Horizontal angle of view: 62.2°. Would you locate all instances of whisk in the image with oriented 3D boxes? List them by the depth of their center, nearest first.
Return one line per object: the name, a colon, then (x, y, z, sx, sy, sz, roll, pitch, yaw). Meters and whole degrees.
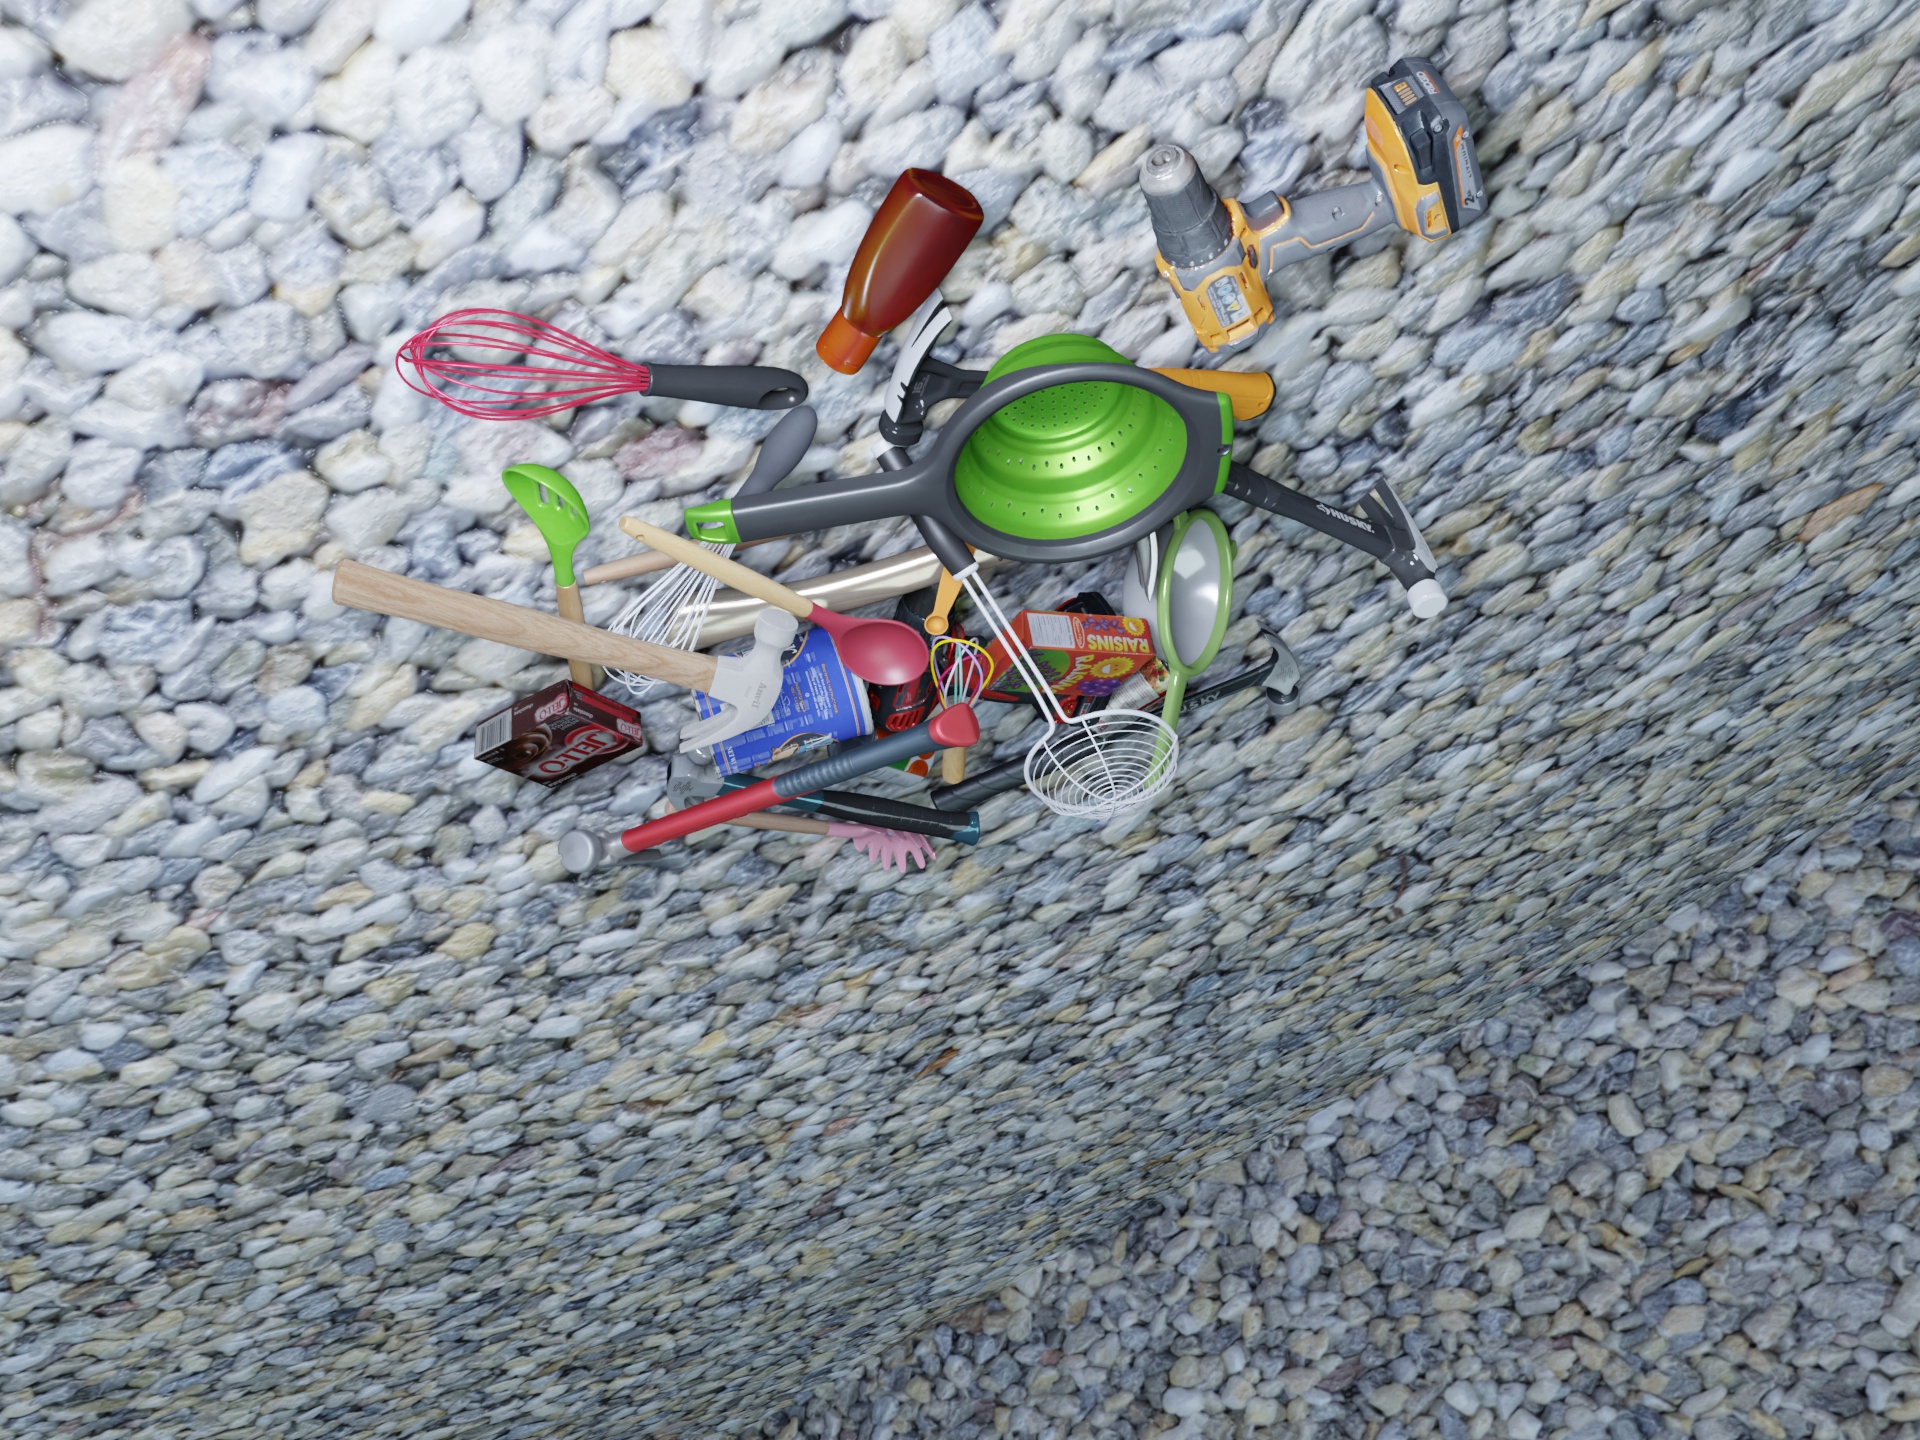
whisk: (-0.231, -0.232, 1.073, 0.295, 0.073, 0.073, -4, 143, -37)
whisk: (-0.188, -0.127, 1.213, 0.070, 0.070, 0.284, 13, 127, -42)
whisk: (0.000, -0.004, 1.394, 0.047, 0.051, 0.244, -13, 153, -9)

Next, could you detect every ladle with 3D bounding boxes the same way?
ladle: (-0.137, -0.093, 1.223, 0.069, 0.031, 0.315, -35, 144, 26)

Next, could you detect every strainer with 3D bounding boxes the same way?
strainer: (0.177, -0.066, 1.431, 0.069, 0.256, 0.151, 9, 175, 31)

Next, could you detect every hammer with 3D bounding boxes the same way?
hammer: (-0.298, -0.060, 1.192, 0.331, 0.031, 0.130, 14, 121, -13)
hammer: (0.107, -0.266, 1.239, 0.336, 0.034, 0.127, -4, 143, -26)
hammer: (-0.040, -0.115, 1.311, 0.410, 0.038, 0.146, -15, 126, 1)
hammer: (0.283, -0.195, 1.389, 0.334, 0.146, 0.035, 17, 135, -29)
hammer: (-0.156, 0.061, 1.391, 0.386, 0.038, 0.143, -19, 172, 19)
hammer: (-0.124, 0.079, 1.530, 0.330, 0.033, 0.128, 13, 146, -27)
hammer: (0.162, 0.012, 1.661, 0.409, 0.036, 0.149, -22, 146, 0)

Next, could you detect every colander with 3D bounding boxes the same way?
colander: (-0.006, -0.200, 1.163, 0.397, 0.095, 0.204, -9, 147, 0)

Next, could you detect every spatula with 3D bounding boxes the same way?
spatula: (-0.143, -0.153, 1.263, 0.316, 0.018, 0.059, -16, 163, -10)

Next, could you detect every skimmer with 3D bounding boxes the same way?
skimmer: (0.044, -0.074, 1.275, 0.127, 0.363, 0.090, -30, -173, 23)

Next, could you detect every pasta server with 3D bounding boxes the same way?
pasta server: (-0.158, 0.113, 1.614, 0.316, 0.040, 0.060, 11, 145, -39)

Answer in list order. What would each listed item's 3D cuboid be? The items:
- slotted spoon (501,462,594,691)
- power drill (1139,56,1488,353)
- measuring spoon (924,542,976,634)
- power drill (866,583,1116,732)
slotted spoon: (-0.306, -0.095, 1.238, 0.070, 0.031, 0.313, 25, 148, 10)
power drill: (0.243, -0.375, 1.129, 0.226, 0.084, 0.185, -26, 145, 14)
measuring spoon: (-0.005, -0.121, 1.287, 0.021, 0.011, 0.116, 14, 119, -11)
power drill: (0.035, -0.071, 1.436, 0.226, 0.080, 0.187, -1, 134, -23)
